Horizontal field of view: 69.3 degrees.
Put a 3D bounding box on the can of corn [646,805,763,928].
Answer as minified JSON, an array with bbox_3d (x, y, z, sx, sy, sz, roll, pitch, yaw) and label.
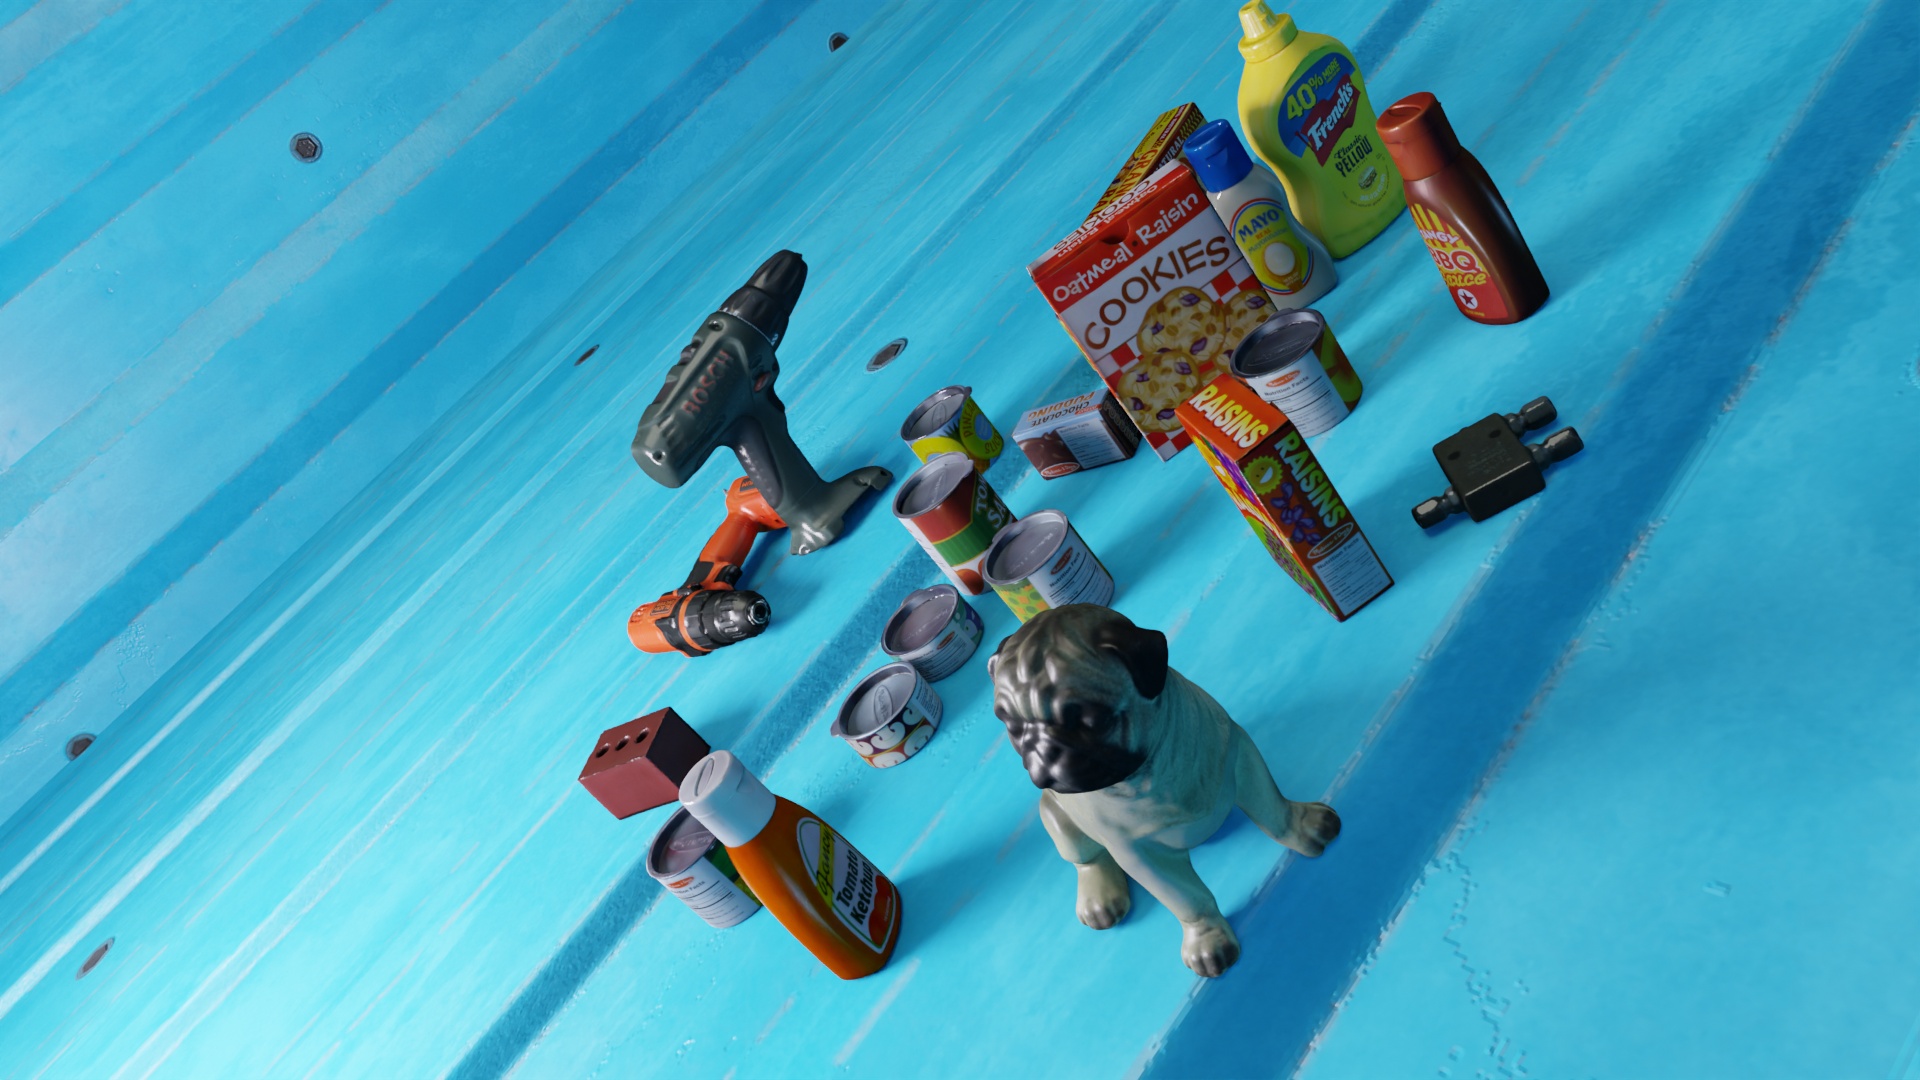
[{"bbox_3d":[-0.155,0.203,0.889,0.071,0.058,0.071,-30,29,18],"label":"can of corn"}]

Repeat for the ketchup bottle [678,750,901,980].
[{"bbox_3d":[-0.092,0.174,0.756,0.043,0.148,0.065,-27,30,24],"label":"ketchup bottle"}]

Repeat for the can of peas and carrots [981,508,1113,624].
[{"bbox_3d":[0.056,0.022,0.901,0.071,0.058,0.071,-30,29,18],"label":"can of peas and carrots"}]

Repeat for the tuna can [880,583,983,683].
[{"bbox_3d":[-0.020,0.063,0.960,0.071,0.032,0.071,-30,29,18],"label":"tuna can"}]

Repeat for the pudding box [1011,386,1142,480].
[{"bbox_3d":[0.086,-0.078,1.026,0.083,0.049,0.030,-14,36,40],"label":"pudding box"}]

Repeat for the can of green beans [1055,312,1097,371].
[{"bbox_3d":[0.120,-0.179,1.127,0.071,0.057,0.071,-30,29,18],"label":"can of green beans"}]

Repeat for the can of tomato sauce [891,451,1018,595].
[{"bbox_3d":[0.004,-0.012,0.991,0.071,0.083,0.071,-30,29,18],"label":"can of tomato sauce"}]

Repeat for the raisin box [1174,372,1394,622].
[{"bbox_3d":[0.175,-0.025,0.753,0.040,0.123,0.086,-37,27,4],"label":"raisin box"}]

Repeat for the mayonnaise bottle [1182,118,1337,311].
[{"bbox_3d":[0.210,-0.230,0.994,0.064,0.147,0.041,-31,28,17],"label":"mayonnaise bottle"}]

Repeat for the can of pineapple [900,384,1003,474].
[{"bbox_3d":[-0.005,-0.085,1.140,0.071,0.057,0.071,-30,29,18],"label":"can of pineapple"}]

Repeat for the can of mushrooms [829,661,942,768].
[{"bbox_3d":[-0.049,0.116,0.915,0.071,0.033,0.071,-30,29,18],"label":"can of mushrooms"}]

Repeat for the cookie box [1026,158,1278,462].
[{"bbox_3d":[0.141,-0.153,0.941,0.123,0.167,0.040,-35,27,8],"label":"cookie box"}]

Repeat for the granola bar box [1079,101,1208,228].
[{"bbox_3d":[0.169,-0.245,1.094,0.039,0.124,0.166,-6,42,47],"label":"granola bar box"}]

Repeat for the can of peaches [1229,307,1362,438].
[{"bbox_3d":[0.218,-0.108,0.899,0.071,0.058,0.071,-30,29,18],"label":"can of peaches"}]

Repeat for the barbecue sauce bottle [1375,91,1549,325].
[{"bbox_3d":[0.299,-0.199,0.836,0.044,0.148,0.065,-42,27,-4],"label":"barbecue sauce bottle"}]
